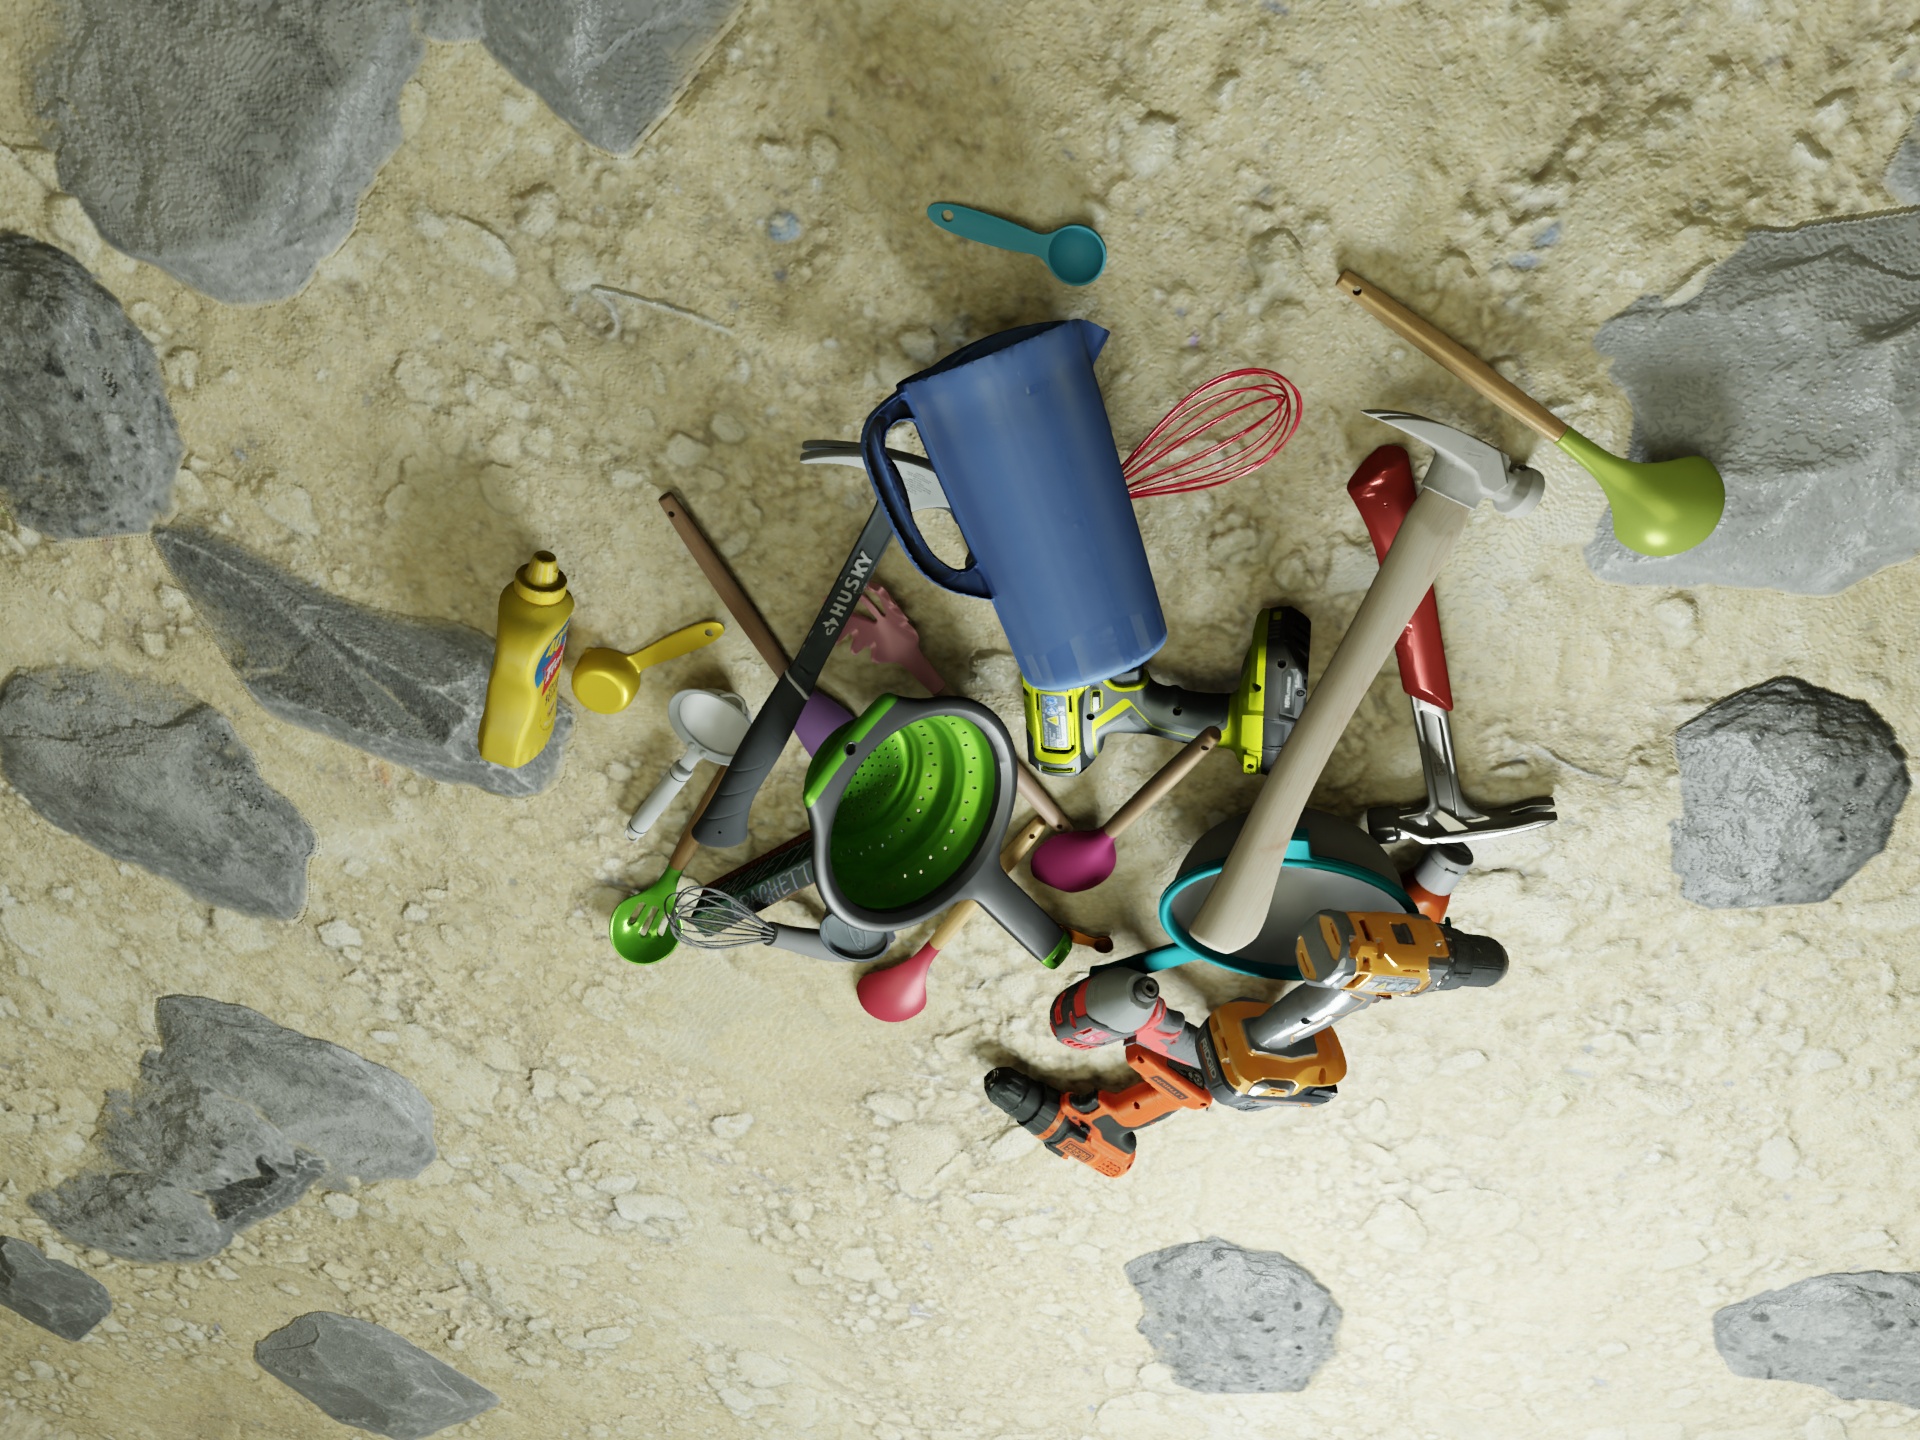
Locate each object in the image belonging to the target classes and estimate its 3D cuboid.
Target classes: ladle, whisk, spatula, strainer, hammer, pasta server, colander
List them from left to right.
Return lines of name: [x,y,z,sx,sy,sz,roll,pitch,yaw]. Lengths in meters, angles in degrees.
strainer: [-0.242,0.037,1.396,0.087,0.050,0.258,37,130,-8]
whisk: [-0.174,0.191,1.440,0.055,0.055,0.238,-31,147,29]
spatula: [-0.157,-0.060,1.319,0.060,0.018,0.315,-19,122,22]
hammer: [-0.125,-0.045,1.254,0.149,0.036,0.408,23,123,-15]
colander: [-0.020,0.103,1.342,0.095,0.204,0.396,30,168,43]
ladle: [-0.008,0.192,1.478,0.069,0.031,0.315,29,125,-12]
pasta server: [-0.002,-0.004,1.321,0.060,0.040,0.316,-32,117,21]
whisk: [0.118,-0.171,1.163,0.296,0.073,0.073,-25,119,33]
strainer: [0.234,0.152,1.369,0.210,0.095,0.340,30,143,-27]
hammer: [0.262,-0.018,1.142,0.146,0.038,0.410,20,104,-23]
hammer: [0.363,-0.048,1.220,0.149,0.037,0.358,-9,125,17]
ladle: [0.390,-0.216,1.093,0.320,0.062,0.078,33,120,-6]

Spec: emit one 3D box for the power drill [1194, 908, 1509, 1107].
power drill: [0.317,0.231,1.290,0.185,0.084,0.226,8,138,-26]

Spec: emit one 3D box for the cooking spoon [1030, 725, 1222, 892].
cooking spoon: [0.135,0.080,1.311,0.068,0.017,0.318,24,147,-8]

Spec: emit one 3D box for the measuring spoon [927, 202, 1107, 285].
measuring spoon: [0.040,-0.332,1.083,0.128,0.021,0.042,19,129,7]

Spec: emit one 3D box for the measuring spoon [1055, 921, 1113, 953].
measuring spoon: [0.086,0.190,1.470,0.117,0.011,0.021,18,129,1]

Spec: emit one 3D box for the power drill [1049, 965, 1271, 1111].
power drill: [0.204,0.278,1.428,0.219,0.079,0.143,20,151,-16]

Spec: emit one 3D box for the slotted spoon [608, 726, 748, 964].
slotted spoon: [-0.250,0.117,1.466,0.070,0.031,0.313,26,125,-10]

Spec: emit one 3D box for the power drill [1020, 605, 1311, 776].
power drill: [0.159,-0.030,1.248,0.223,0.080,0.171,3,128,12]

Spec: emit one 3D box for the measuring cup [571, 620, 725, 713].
measuring cup: [-0.264,-0.047,1.340,0.156,0.029,0.062,-21,120,26]
